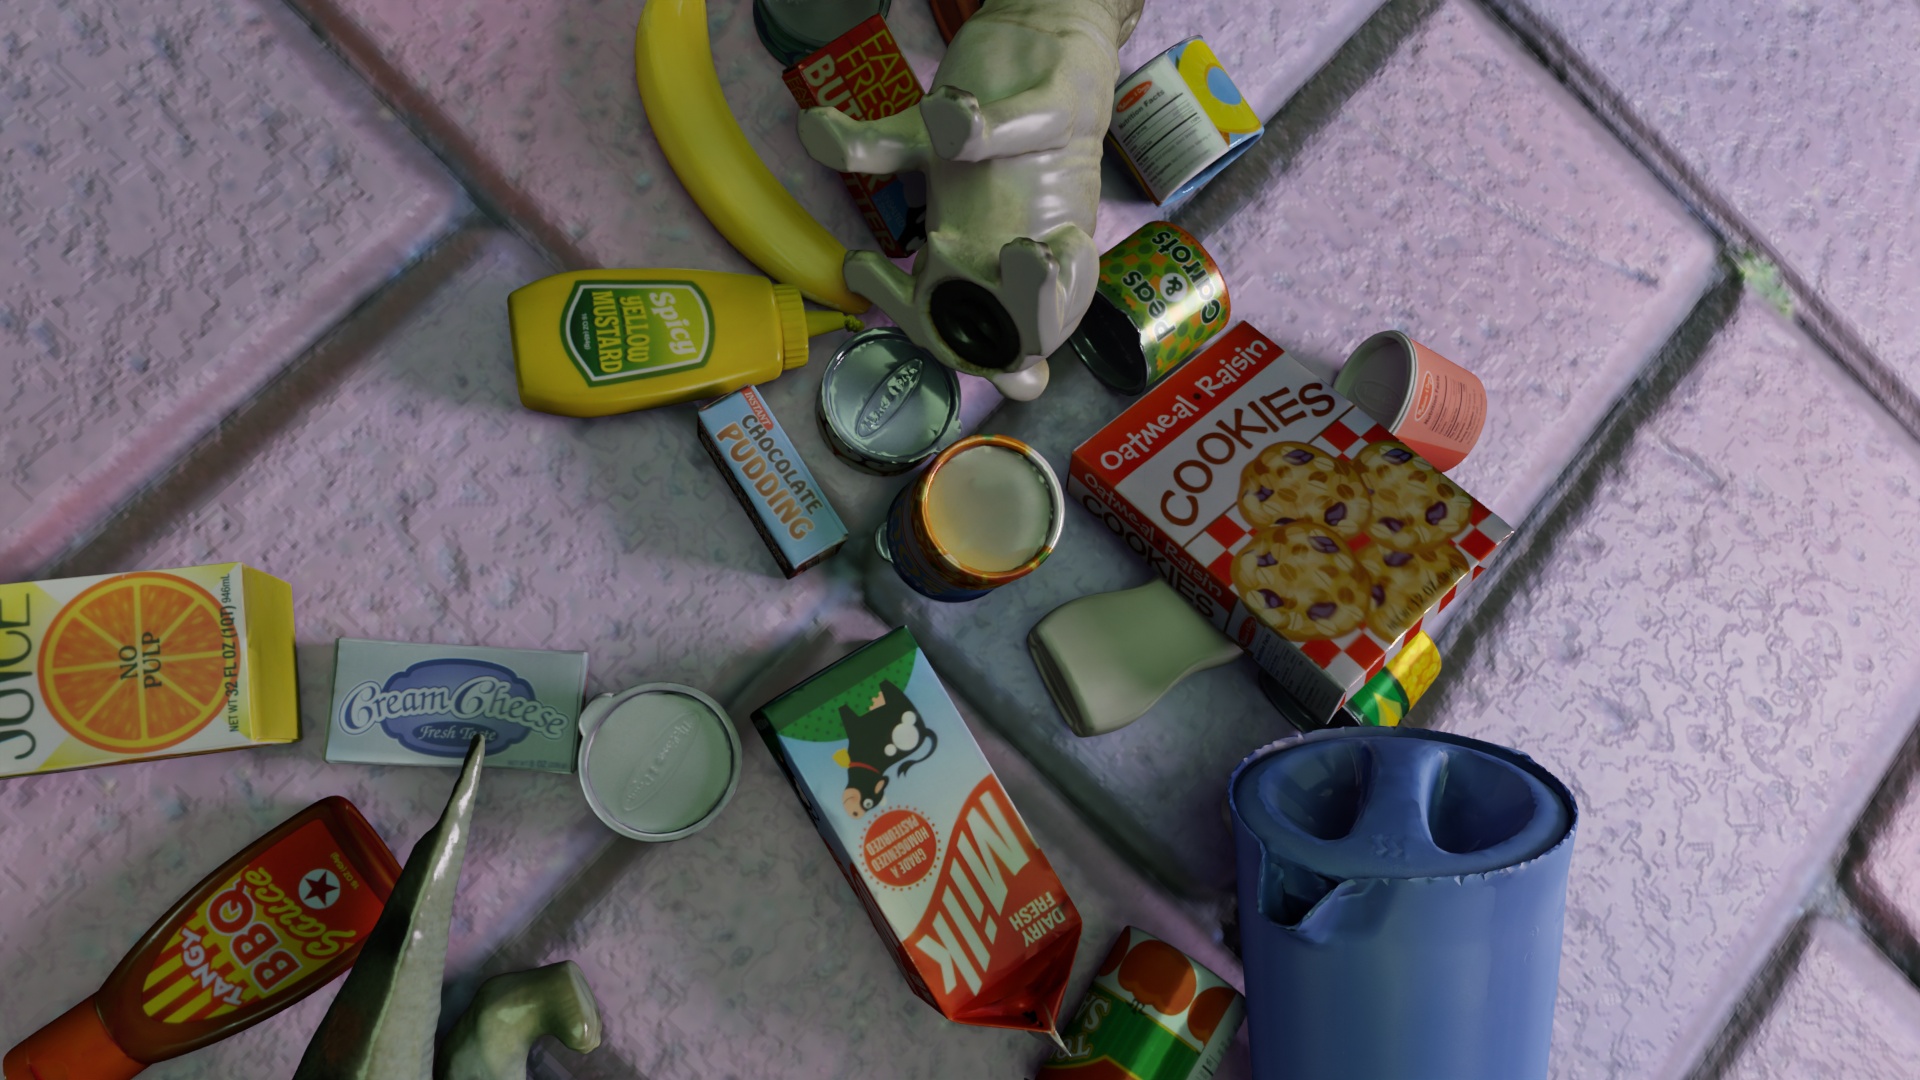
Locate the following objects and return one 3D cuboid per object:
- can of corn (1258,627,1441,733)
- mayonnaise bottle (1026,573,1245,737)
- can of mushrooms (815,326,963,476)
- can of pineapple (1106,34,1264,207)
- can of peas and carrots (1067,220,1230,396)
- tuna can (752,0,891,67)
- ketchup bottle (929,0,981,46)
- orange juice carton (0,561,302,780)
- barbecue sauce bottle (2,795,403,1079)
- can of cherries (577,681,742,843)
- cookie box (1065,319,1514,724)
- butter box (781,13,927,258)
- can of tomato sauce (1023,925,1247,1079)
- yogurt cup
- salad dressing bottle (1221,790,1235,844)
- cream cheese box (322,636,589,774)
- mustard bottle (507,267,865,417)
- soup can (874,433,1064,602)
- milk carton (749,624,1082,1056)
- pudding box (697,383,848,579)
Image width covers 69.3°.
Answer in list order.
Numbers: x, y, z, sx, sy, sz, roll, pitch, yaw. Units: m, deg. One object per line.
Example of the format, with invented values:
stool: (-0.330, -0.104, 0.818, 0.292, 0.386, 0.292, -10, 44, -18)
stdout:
can of corn: (0.190, 0.066, 0.674, 0.071, 0.071, 0.058, 45, 74, -3)
mayonnaise bottle: (0.109, 0.038, 0.672, 0.148, 0.041, 0.065, -24, 80, -17)
can of mushrooms: (-0.033, -0.064, 0.660, 0.071, 0.033, 0.071, 2, 80, -13)
can of pineapple: (0.111, -0.211, 0.702, 0.071, 0.071, 0.058, -35, 91, -16)
can of peas and carrots: (0.090, -0.114, 0.677, 0.059, 0.071, 0.071, -37, 91, -16)
tuna can: (-0.068, -0.264, 0.686, 0.071, 0.032, 0.071, 2, 80, -13)
ketchup bottle: (0.058, -0.294, 0.715, 0.149, 0.043, 0.064, -22, 90, -16)
orange juice carton: (-0.370, 0.057, 0.541, 0.193, 0.073, 0.072, -6, 83, -13)
barbecue sauce bottle: (-0.298, 0.170, 0.554, 0.149, 0.043, 0.065, -35, 91, -16)
can of cherries: (-0.131, 0.093, 0.598, 0.071, 0.058, 0.071, 2, 81, -12)
cookie box: (0.151, -0.014, 0.655, 0.123, 0.040, 0.168, -37, 66, -22)
butter box: (-0.036, -0.193, 0.667, 0.053, 0.024, 0.103, -39, 114, -16)
can of tomato sauce: (0.079, 0.224, 0.621, 0.071, 0.071, 0.083, 36, 74, -5)
yogurt cup: (0.228, -0.067, 0.706, 0.054, 0.072, 0.072, 16, 78, -18)
salad dressing bottle: (0.195, 0.160, 0.670, 0.147, 0.044, 0.064, 38, 75, -6)
cream cheese box: (-0.216, 0.072, 0.599, 0.104, 0.024, 0.053, 5, 79, -12)
mustard bottle: (-0.122, -0.095, 0.636, 0.160, 0.048, 0.065, -9, 87, -14)
soup can: (0.002, -0.008, 0.632, 0.071, 0.083, 0.071, 2, 81, -12)
milk carton: (-0.012, 0.138, 0.610, 0.073, 0.072, 0.190, -30, 89, -16)
pudding box: (-0.086, -0.026, 0.633, 0.030, 0.049, 0.083, -32, 89, -14)
